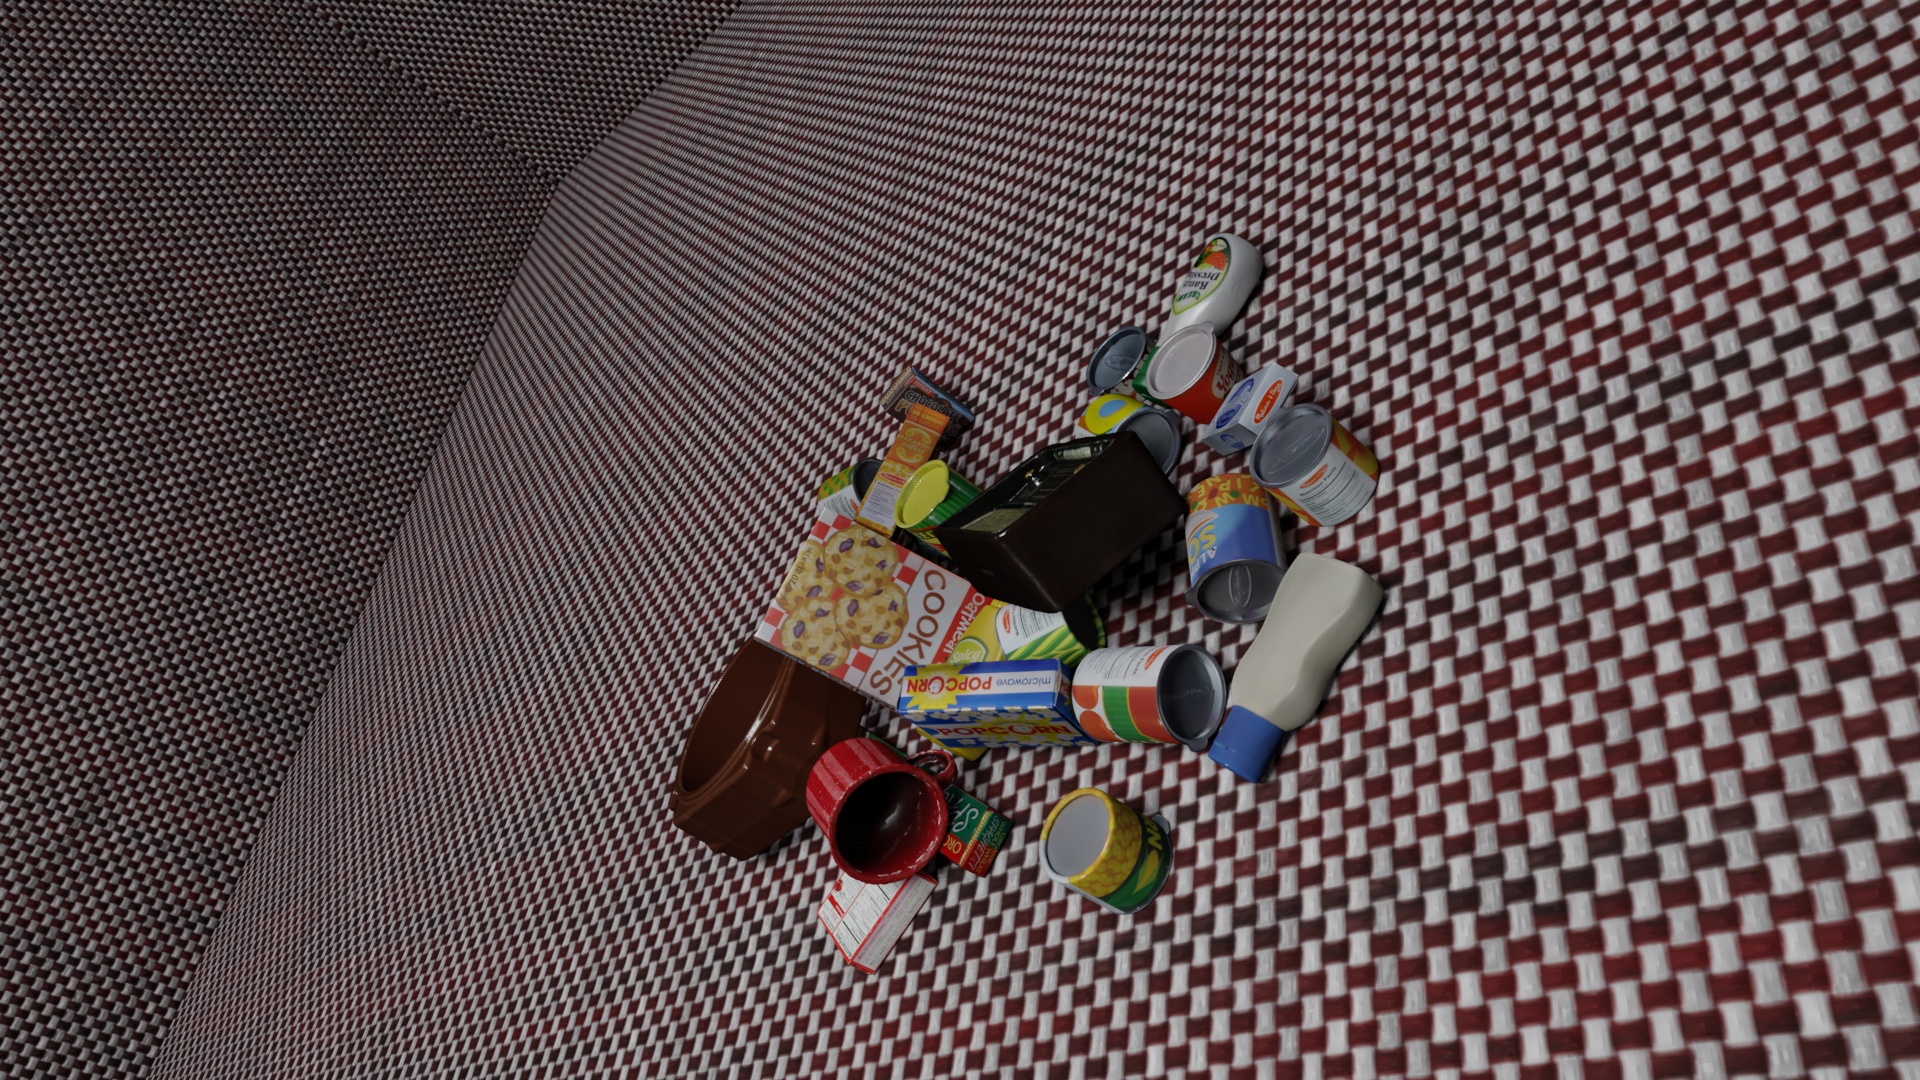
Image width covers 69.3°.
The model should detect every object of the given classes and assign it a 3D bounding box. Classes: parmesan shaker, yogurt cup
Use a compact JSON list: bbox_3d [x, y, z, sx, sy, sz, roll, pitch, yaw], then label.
[{"bbox_3d":[0.004,-0.015,1.188,0.071,0.103,0.072,-35,36,31],"label":"parmesan shaker"},{"bbox_3d":[0.188,-0.127,1.091,0.072,0.054,0.073,-35,37,31],"label":"yogurt cup"}]

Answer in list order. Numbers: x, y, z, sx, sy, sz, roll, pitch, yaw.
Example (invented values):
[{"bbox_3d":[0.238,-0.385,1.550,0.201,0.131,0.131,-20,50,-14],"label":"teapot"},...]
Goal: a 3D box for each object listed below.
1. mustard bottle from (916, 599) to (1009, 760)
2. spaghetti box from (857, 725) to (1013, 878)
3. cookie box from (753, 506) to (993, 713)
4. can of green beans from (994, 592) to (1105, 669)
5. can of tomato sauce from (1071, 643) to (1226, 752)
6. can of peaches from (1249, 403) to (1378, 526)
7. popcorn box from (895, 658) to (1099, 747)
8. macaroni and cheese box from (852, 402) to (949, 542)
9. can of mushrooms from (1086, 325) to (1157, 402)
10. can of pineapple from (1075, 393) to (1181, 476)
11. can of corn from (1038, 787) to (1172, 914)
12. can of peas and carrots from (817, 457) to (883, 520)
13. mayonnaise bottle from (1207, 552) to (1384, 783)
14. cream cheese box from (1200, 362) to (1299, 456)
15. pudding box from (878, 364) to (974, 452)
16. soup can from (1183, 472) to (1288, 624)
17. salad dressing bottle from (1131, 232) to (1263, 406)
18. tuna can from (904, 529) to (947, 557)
[{"bbox_3d":[0.023,0.094,1.110,0.065,0.048,0.160,12,71,51],"label":"mustard bottle"},{"bbox_3d":[-0.042,0.202,1.116,0.250,0.028,0.050,18,76,58],"label":"spaghetti box"},{"bbox_3d":[-0.068,0.065,1.154,0.123,0.167,0.040,-63,3,-12],"label":"cookie box"},{"bbox_3d":[0.069,0.068,1.052,0.057,0.071,0.071,-29,39,27],"label":"can of green beans"},{"bbox_3d":[0.127,0.106,0.943,0.083,0.071,0.071,-8,54,51],"label":"can of tomato sauce"},{"bbox_3d":[0.240,-0.052,0.944,0.071,0.058,0.071,-35,37,31],"label":"can of peaches"},{"bbox_3d":[0.030,0.119,1.004,0.126,0.085,0.038,-5,63,27],"label":"popcorn box"},{"bbox_3d":[-0.068,-0.030,1.277,0.123,0.040,0.167,115,179,-47],"label":"macaroni and cheese box"},{"bbox_3d":[0.141,-0.146,1.192,0.071,0.033,0.071,-34,38,31],"label":"can of mushrooms"},{"bbox_3d":[0.135,-0.081,1.109,0.071,0.071,0.058,-54,31,2],"label":"can of pineapple"},{"bbox_3d":[0.095,0.199,0.903,0.071,0.058,0.071,-34,37,31],"label":"can of corn"},{"bbox_3d":[-0.099,-0.044,1.396,0.058,0.071,0.071,-25,42,41],"label":"can of peas and carrots"},{"bbox_3d":[0.207,0.081,0.880,0.148,0.041,0.065,-60,31,-5],"label":"mayonnaise bottle"},{"bbox_3d":[0.211,-0.095,1.015,0.053,0.024,0.103,-58,2,-5],"label":"cream cheese box"},{"bbox_3d":[-0.033,-0.130,1.368,0.049,0.083,0.030,-47,35,13],"label":"pudding box"},{"bbox_3d":[0.186,0.005,0.953,0.071,0.071,0.084,-34,36,32],"label":"soup can"},{"bbox_3d":[0.194,-0.181,1.143,0.148,0.044,0.064,-59,30,-5],"label":"salad dressing bottle"},{"bbox_3d":[-0.012,-0.017,1.244,0.033,0.071,0.071,8,67,56],"label":"tuna can"}]
